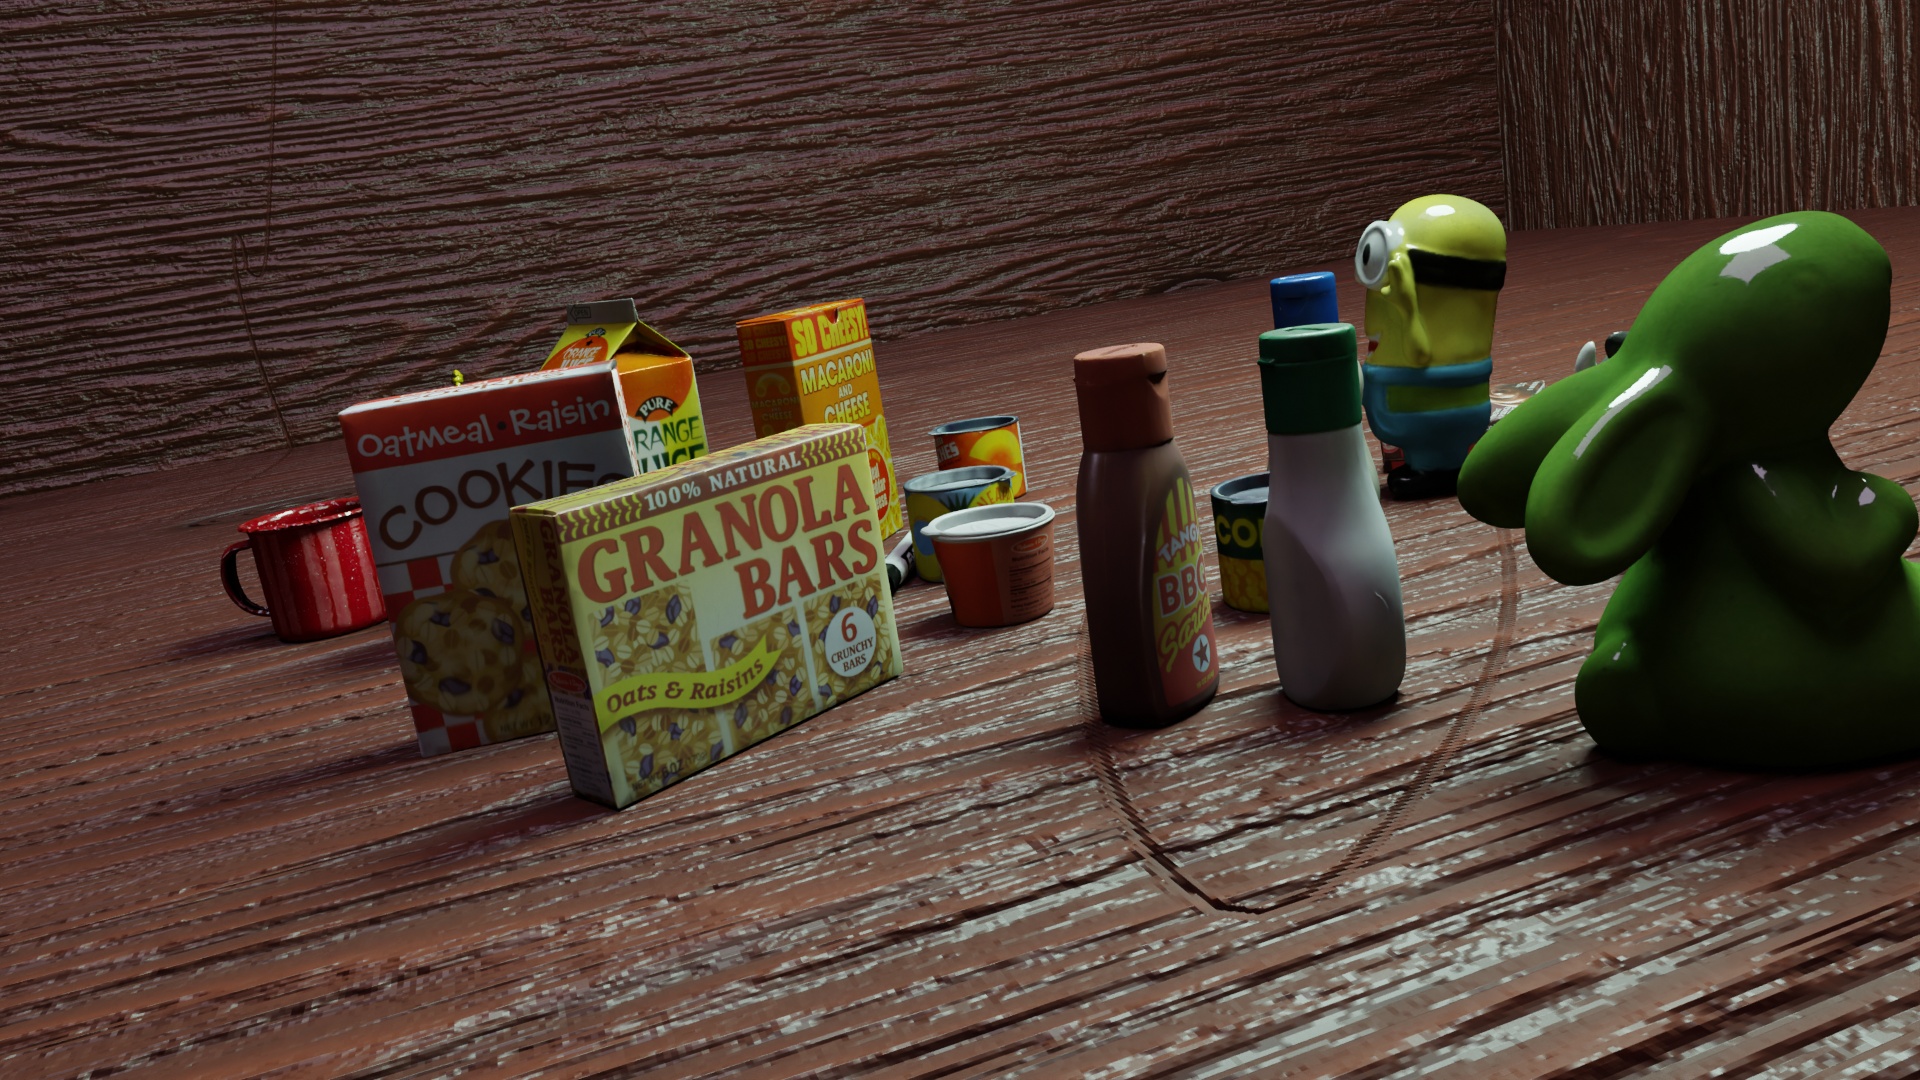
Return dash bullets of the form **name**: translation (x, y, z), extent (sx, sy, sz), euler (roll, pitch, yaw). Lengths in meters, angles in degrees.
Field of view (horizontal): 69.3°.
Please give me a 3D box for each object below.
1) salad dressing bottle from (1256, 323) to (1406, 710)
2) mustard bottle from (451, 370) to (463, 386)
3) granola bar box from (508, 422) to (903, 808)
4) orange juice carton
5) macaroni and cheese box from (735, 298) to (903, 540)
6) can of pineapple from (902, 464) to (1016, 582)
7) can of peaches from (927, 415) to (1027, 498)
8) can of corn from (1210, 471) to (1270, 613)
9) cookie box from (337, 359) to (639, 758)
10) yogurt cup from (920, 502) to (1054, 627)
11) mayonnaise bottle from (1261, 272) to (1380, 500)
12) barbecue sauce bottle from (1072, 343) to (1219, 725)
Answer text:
- **salad dressing bottle**: translation (0.142, -0.010, 0.544), extent (0.044, 0.147, 0.064), euler (-12, 13, -15)
- **mustard bottle**: translation (-0.328, -0.037, 0.949), extent (0.049, 0.159, 0.065), euler (0, 15, 36)
- **granola bar box**: translation (-0.104, 0.026, 0.608), extent (0.039, 0.124, 0.166), euler (3, 17, 42)
- **orange juice carton**: translation (-0.211, -0.057, 0.884), extent (0.072, 0.192, 0.073), euler (2, 17, 42)
- **macaroni and cheese box**: translation (-0.090, -0.072, 0.930), extent (0.040, 0.166, 0.124), euler (-4, 13, 21)
- **can of pineapple**: translation (0.003, -0.011, 0.844), extent (0.071, 0.057, 0.071), euler (-8, 13, 2)
- **can of peaches**: translation (0.013, -0.060, 1.052), extent (0.071, 0.058, 0.071), euler (-8, 13, 2)
- **can of corn**: translation (0.159, 0.000, 0.692), extent (0.071, 0.058, 0.071), euler (-8, 13, 2)
- **cookie box**: translation (-0.210, 0.007, 0.662), extent (0.123, 0.167, 0.040), euler (-11, 12, -10)
- **yogurt cup**: translation (0.020, 0.013, 0.739), extent (0.072, 0.053, 0.072), euler (-8, 13, 2)
- **mayonnaise bottle**: translation (0.204, -0.078, 0.802), extent (0.064, 0.147, 0.041), euler (0, 15, 35)
- **barbecue sauce bottle**: translation (0.073, -0.004, 0.564), extent (0.043, 0.148, 0.065), euler (0, 15, 35)
